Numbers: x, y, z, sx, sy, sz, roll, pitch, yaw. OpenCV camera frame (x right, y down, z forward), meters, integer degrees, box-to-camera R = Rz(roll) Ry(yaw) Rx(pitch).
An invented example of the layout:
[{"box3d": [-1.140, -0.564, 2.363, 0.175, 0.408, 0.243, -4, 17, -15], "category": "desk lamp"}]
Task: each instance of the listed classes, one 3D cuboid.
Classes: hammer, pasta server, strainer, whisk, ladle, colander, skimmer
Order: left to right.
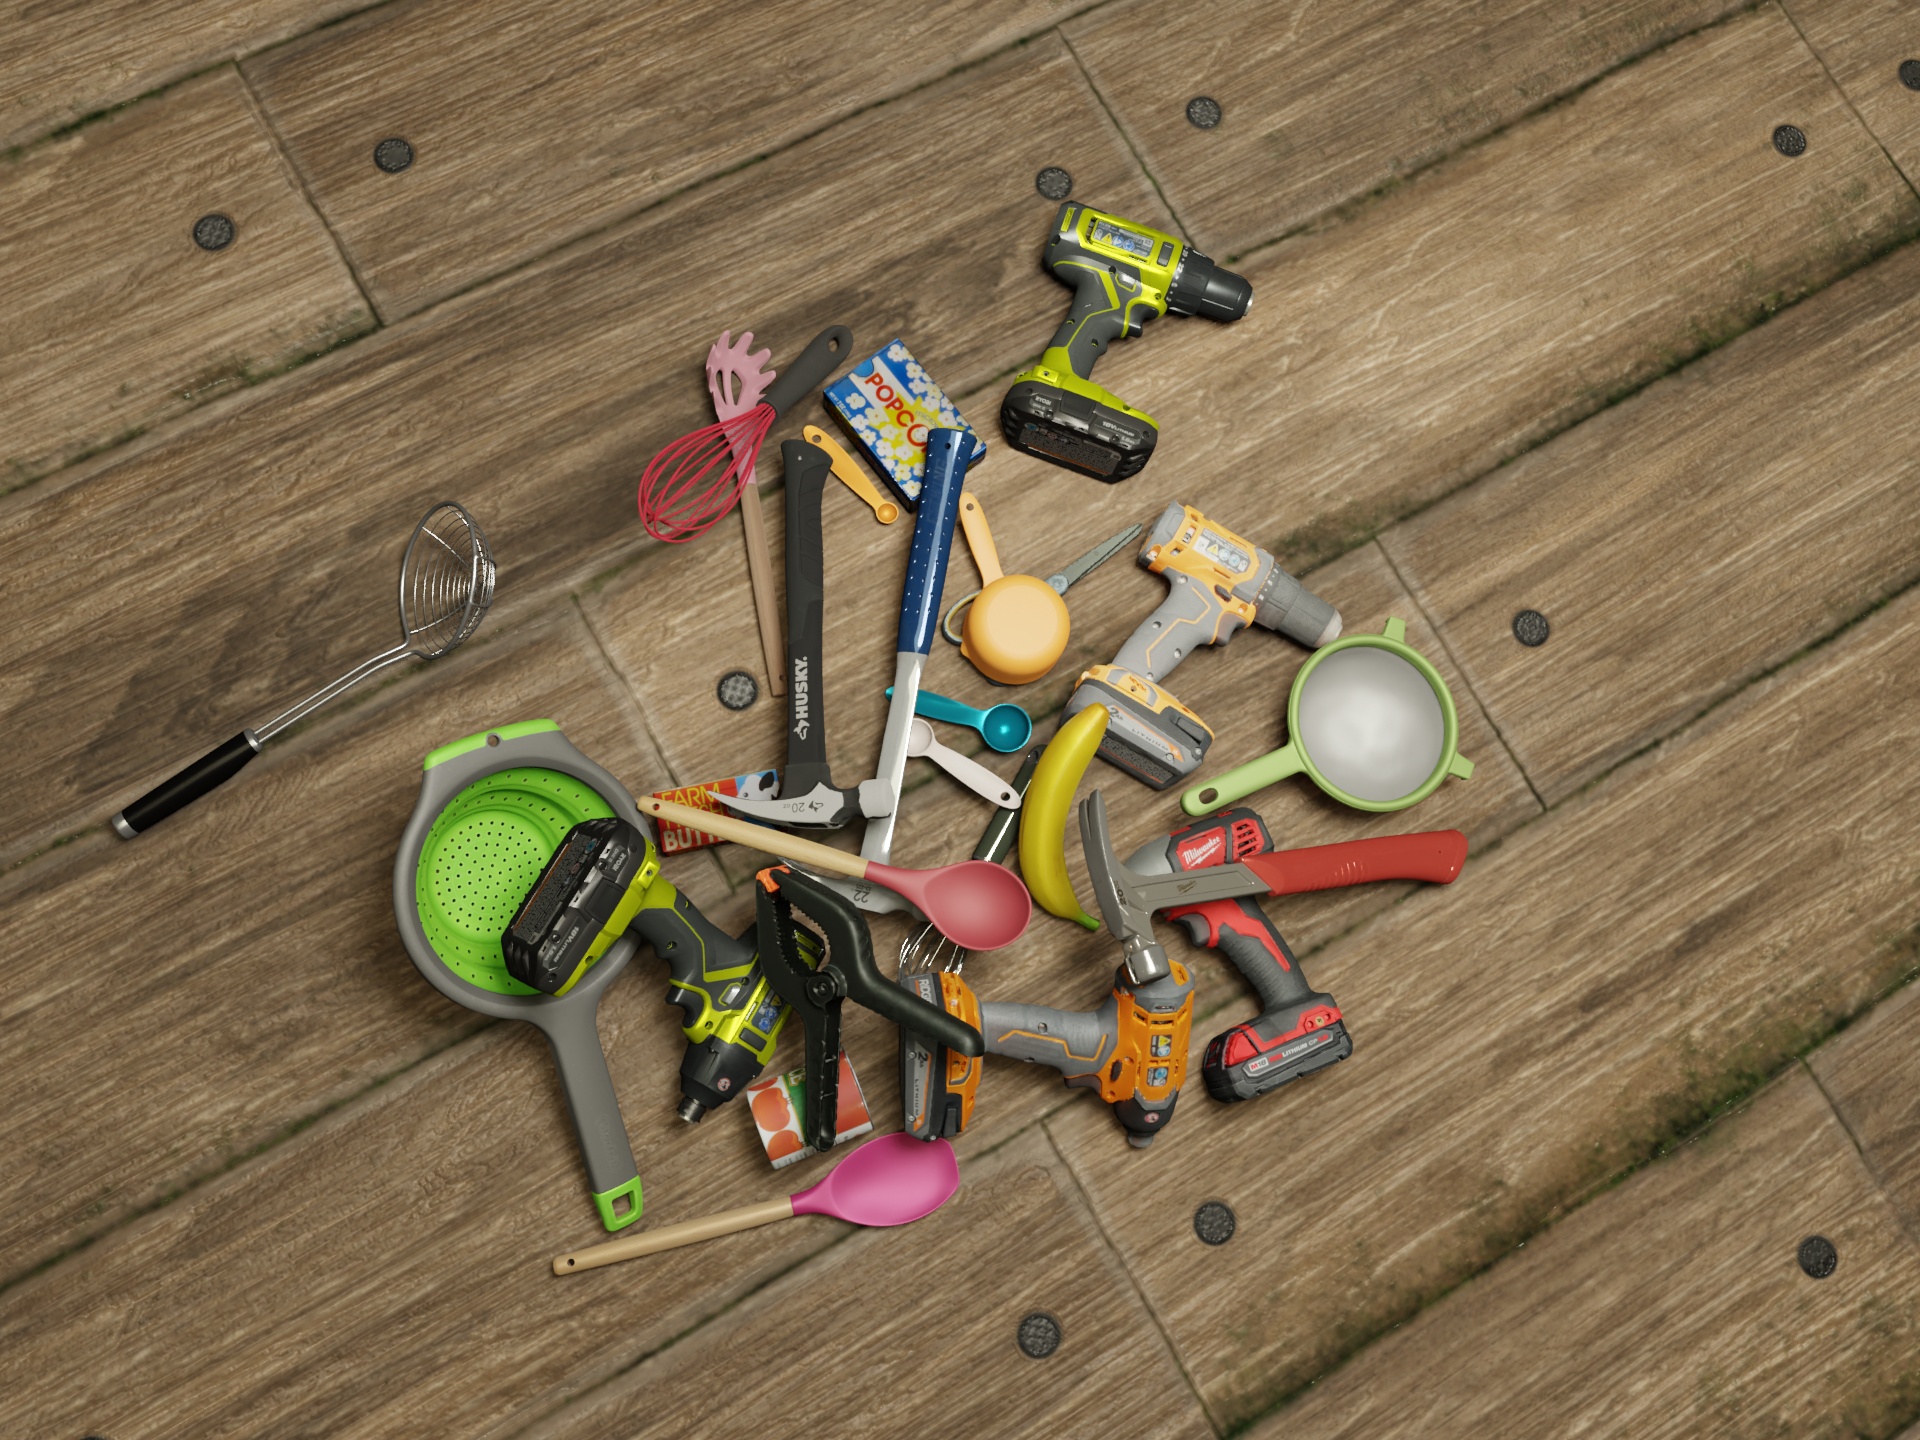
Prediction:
[{"box3d": [-0.522, -0.037, 1.256, 0.363, 0.090, 0.127, -35, 51, -10], "category": "skimmer"}, {"box3d": [-0.326, 0.200, 1.230, 0.204, 0.094, 0.397, -19, 99, -36], "category": "colander"}, {"box3d": [-0.171, -0.247, 1.322, 0.073, 0.073, 0.296, 35, 55, 2], "category": "whisk"}, {"box3d": [-0.174, -0.176, 1.352, 0.060, 0.040, 0.316, -3, 78, -34], "category": "pasta server"}, {"box3d": [-0.132, -0.075, 1.297, 0.146, 0.035, 0.335, -6, 72, 12], "category": "hammer"}, {"box3d": [-0.098, 0.109, 1.228, 0.315, 0.031, 0.069, 17, 77, 1], "category": "ladle"}, {"box3d": [-0.047, -0.045, 1.306, 0.144, 0.035, 0.406, 7, 80, 14], "category": "hammer"}, {"box3d": [0.017, 0.125, 1.307, 0.059, 0.058, 0.246, 41, 70, -32], "category": "whisk"}, {"box3d": [0.262, 0.112, 1.274, 0.359, 0.036, 0.149, -5, 69, -29], "category": "hammer"}, {"box3d": [0.292, 0.027, 1.340, 0.256, 0.069, 0.151, -23, 83, -12], "category": "strainer"}]

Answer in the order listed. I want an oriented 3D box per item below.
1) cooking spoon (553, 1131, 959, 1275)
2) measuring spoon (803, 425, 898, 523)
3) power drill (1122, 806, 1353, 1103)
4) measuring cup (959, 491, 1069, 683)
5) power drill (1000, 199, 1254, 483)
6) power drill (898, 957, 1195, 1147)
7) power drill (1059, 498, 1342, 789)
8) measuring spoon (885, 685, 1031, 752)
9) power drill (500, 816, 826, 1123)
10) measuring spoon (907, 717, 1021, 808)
[{"box3d": [-0.157, 0.385, 1.241, 0.319, 0.017, 0.069, -12, 78, -9], "category": "cooking spoon"}, {"box3d": [-0.096, -0.214, 1.384, 0.021, 0.011, 0.117, -41, 81, -13], "category": "measuring spoon"}, {"box3d": [0.215, 0.191, 1.297, 0.143, 0.078, 0.220, -19, 77, -12], "category": "power drill"}, {"box3d": [0.034, -0.118, 1.335, 0.095, 0.052, 0.174, -18, 84, -10], "category": "measuring cup"}, {"box3d": [0.145, -0.332, 1.403, 0.190, 0.080, 0.229, 20, 74, -1], "category": "power drill"}, {"box3d": [0.067, 0.269, 1.244, 0.226, 0.084, 0.164, -2, 114, -6], "category": "power drill"}, {"box3d": [0.207, -0.054, 1.349, 0.185, 0.084, 0.226, 30, 72, -1], "category": "power drill"}, {"box3d": [-0.002, -0.004, 1.347, 0.128, 0.021, 0.042, 17, 77, 7], "category": "measuring spoon"}, {"box3d": [-0.224, 0.189, 1.201, 0.223, 0.080, 0.171, 40, 70, -31], "category": "power drill"}, {"box3d": [-0.002, 0.040, 1.323, 0.124, 0.018, 0.034, 32, 73, 13], "category": "measuring spoon"}]
